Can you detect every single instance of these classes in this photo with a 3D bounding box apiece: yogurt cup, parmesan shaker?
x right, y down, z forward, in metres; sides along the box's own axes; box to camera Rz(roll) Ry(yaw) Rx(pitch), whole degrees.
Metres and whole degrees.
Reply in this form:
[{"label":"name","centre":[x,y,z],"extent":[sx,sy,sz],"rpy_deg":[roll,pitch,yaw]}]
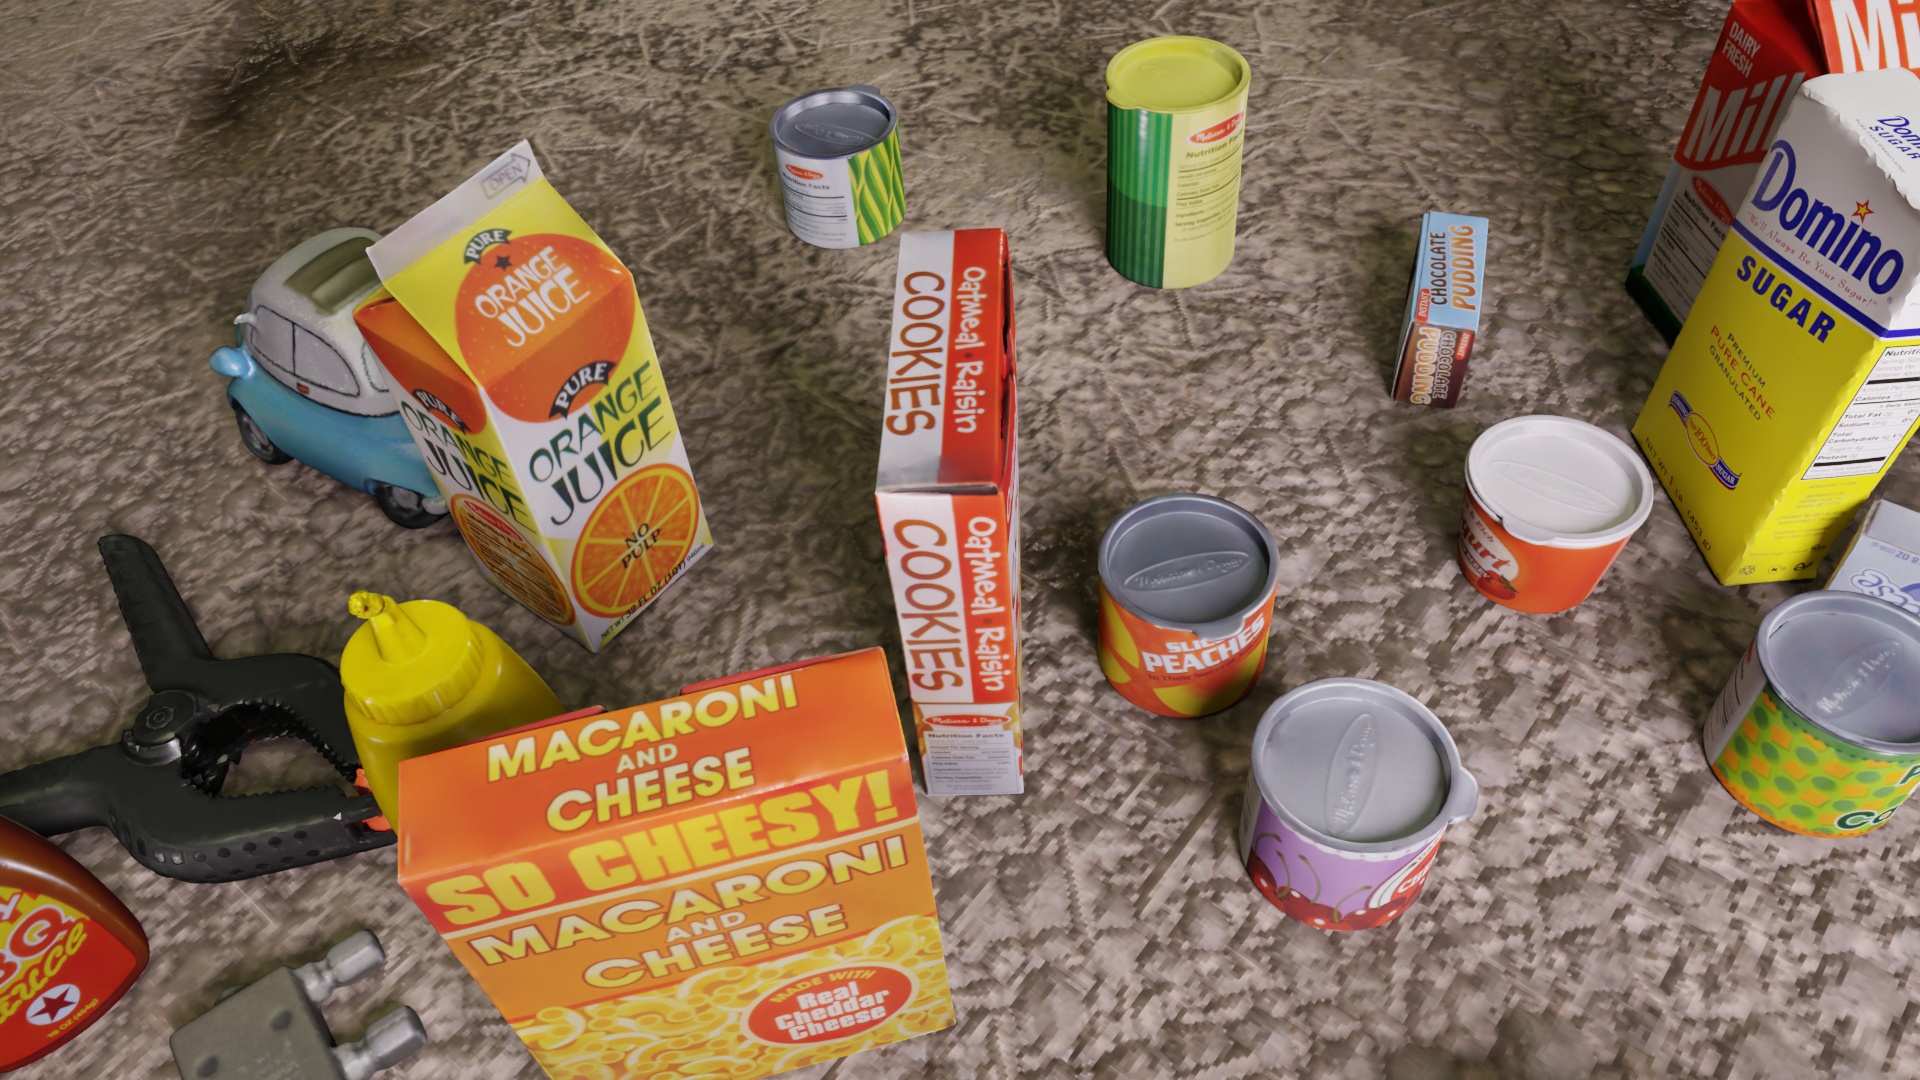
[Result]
[{"label":"yogurt cup","centre":[0.230,-0.008,0.548],"extent":[0.072,0.053,0.073],"rpy_deg":[-2,49,3]},{"label":"parmesan shaker","centre":[0.101,-0.182,0.678],"extent":[0.071,0.102,0.072],"rpy_deg":[-2,49,3]}]

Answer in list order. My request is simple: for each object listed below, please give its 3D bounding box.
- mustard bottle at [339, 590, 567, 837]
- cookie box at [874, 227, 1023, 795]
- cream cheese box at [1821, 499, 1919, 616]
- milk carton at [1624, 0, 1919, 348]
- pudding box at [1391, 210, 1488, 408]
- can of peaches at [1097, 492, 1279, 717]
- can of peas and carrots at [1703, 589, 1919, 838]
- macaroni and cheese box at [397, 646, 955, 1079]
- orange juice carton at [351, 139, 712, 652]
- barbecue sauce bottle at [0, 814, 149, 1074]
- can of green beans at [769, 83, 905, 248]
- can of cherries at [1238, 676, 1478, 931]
[{"label":"mustard bottle","centre":[-0.159,0.063,0.446],"extent":[0.065,0.159,0.049],"rpy_deg":[-12,49,-6]},{"label":"cookie box","centre":[0.002,-0.006,0.489],"extent":[0.040,0.166,0.123],"rpy_deg":[-2,49,4]},{"label":"cream cheese box","centre":[0.374,0.029,0.504],"extent":[0.104,0.053,0.024],"rpy_deg":[27,56,25]},{"label":"milk carton","centre":[0.358,-0.165,0.585],"extent":[0.072,0.189,0.074],"rpy_deg":[-9,49,-3]},{"label":"pudding box","centre":[0.220,-0.107,0.638],"extent":[0.030,0.049,0.084],"rpy_deg":[11,50,14]},{"label":"can of peaches","centre":[0.085,0.027,0.526],"extent":[0.071,0.057,0.071],"rpy_deg":[-2,49,3]},{"label":"can of peas and carrots","centre":[0.302,0.062,0.477],"extent":[0.071,0.058,0.071],"rpy_deg":[-2,49,3]},{"label":"macaroni and cheese box","centre":[-0.070,0.105,0.398],"extent":[0.124,0.165,0.040],"rpy_deg":[-13,49,-7]},{"label":"orange juice carton","centre":[-0.161,-0.051,0.525],"extent":[0.073,0.191,0.072],"rpy_deg":[27,56,25]},{"label":"barbecue sauce bottle","centre":[-0.316,0.109,0.426],"extent":[0.044,0.147,0.065],"rpy_deg":[33,59,29]},{"label":"can of green beans","centre":[-0.064,-0.197,0.735],"extent":[0.071,0.057,0.071],"rpy_deg":[-2,49,3]},{"label":"can of cherries","centre":[0.131,0.090,0.466],"extent":[0.071,0.058,0.072],"rpy_deg":[-2,49,3]}]
